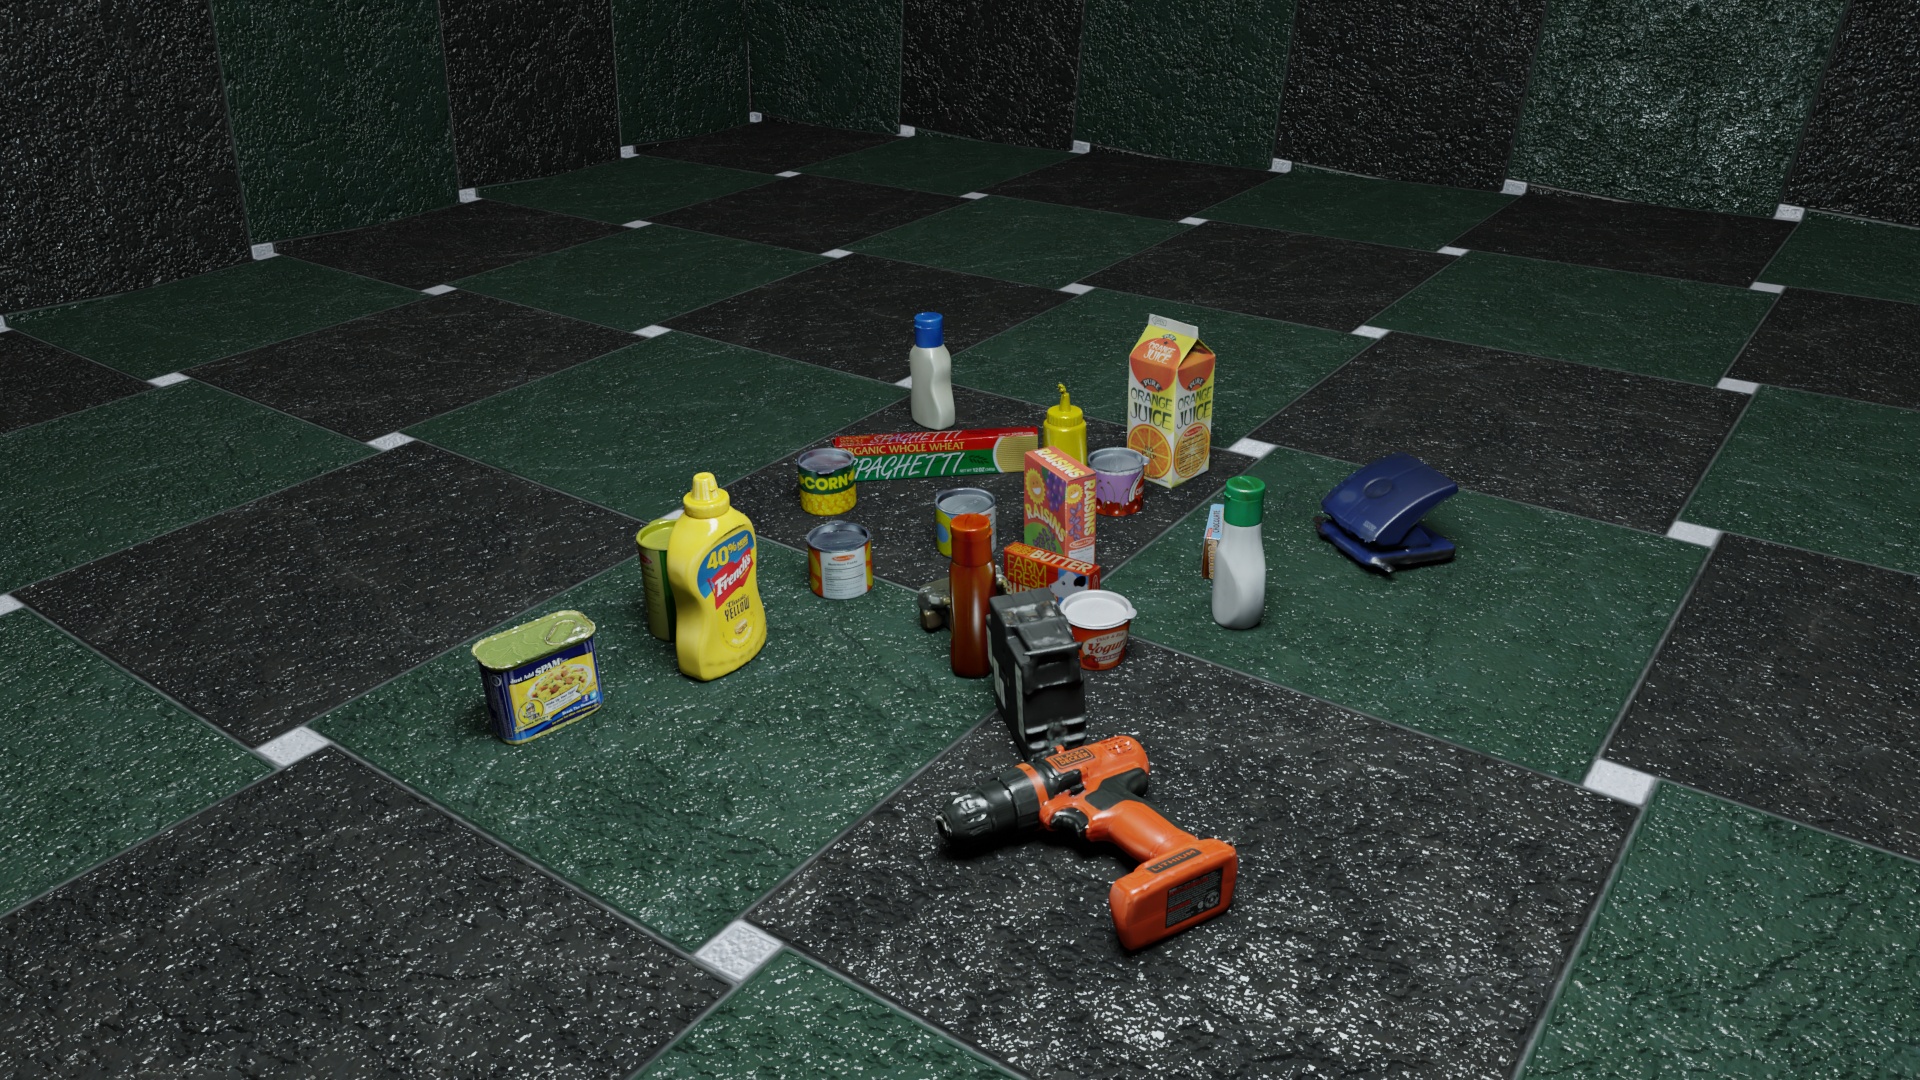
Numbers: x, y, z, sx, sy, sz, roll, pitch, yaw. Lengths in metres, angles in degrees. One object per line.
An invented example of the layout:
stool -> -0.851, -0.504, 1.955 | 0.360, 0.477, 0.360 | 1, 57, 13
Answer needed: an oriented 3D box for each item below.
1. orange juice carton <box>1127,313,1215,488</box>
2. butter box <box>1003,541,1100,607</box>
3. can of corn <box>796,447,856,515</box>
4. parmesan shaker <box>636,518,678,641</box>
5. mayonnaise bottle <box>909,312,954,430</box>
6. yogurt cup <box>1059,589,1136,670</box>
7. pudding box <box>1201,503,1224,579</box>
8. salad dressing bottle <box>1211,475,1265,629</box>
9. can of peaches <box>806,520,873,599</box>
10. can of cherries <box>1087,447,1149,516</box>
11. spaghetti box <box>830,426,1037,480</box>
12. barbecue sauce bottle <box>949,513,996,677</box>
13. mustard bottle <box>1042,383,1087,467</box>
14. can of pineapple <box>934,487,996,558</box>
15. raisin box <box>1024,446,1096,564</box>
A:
orange juice carton -> 0.247, -0.167, 1.633 | 0.073, 0.191, 0.072 | -24, 34, -37
butter box -> 0.090, 0.039, 1.391 | 0.103, 0.053, 0.024 | 17, 32, 32
can of corn -> -0.154, -0.067, 1.607 | 0.071, 0.058, 0.071 | -1, 27, 1
parmesan shaker -> -0.278, 0.038, 1.361 | 0.071, 0.102, 0.071 | -1, 27, 1
mayonnaise bottle -> -0.038, -0.220, 1.801 | 0.041, 0.147, 0.065 | -23, 34, -35
yogurt cup -> 0.126, 0.085, 1.299 | 0.072, 0.053, 0.073 | -1, 27, 1
pudding box -> 0.273, 0.001, 1.460 | 0.030, 0.049, 0.084 | 5, 28, 14
salad dressing bottle -> 0.269, 0.012, 1.331 | 0.044, 0.147, 0.064 | -9, 28, -13
can of peaches -> -0.124, 0.020, 1.436 | 0.071, 0.057, 0.071 | -1, 27, 1
can of cherries -> 0.180, -0.067, 1.587 | 0.071, 0.058, 0.072 | -1, 27, 1
spaghetti box -> -0.030, -0.104, 1.682 | 0.250, 0.050, 0.029 | -4, 27, -4
barbecue sauce bottle -> 0.011, 0.049, 1.273 | 0.044, 0.147, 0.065 | 3, 27, 9
mustard bottle -> 0.116, -0.097, 1.539 | 0.049, 0.159, 0.065 | -5, 27, -6
can of pineapple -> 0.005, -0.019, 1.504 | 0.071, 0.057, 0.071 | -1, 27, 1
raisin box -> 0.103, -0.026, 1.440 | 0.040, 0.122, 0.086 | -14, 30, -23
